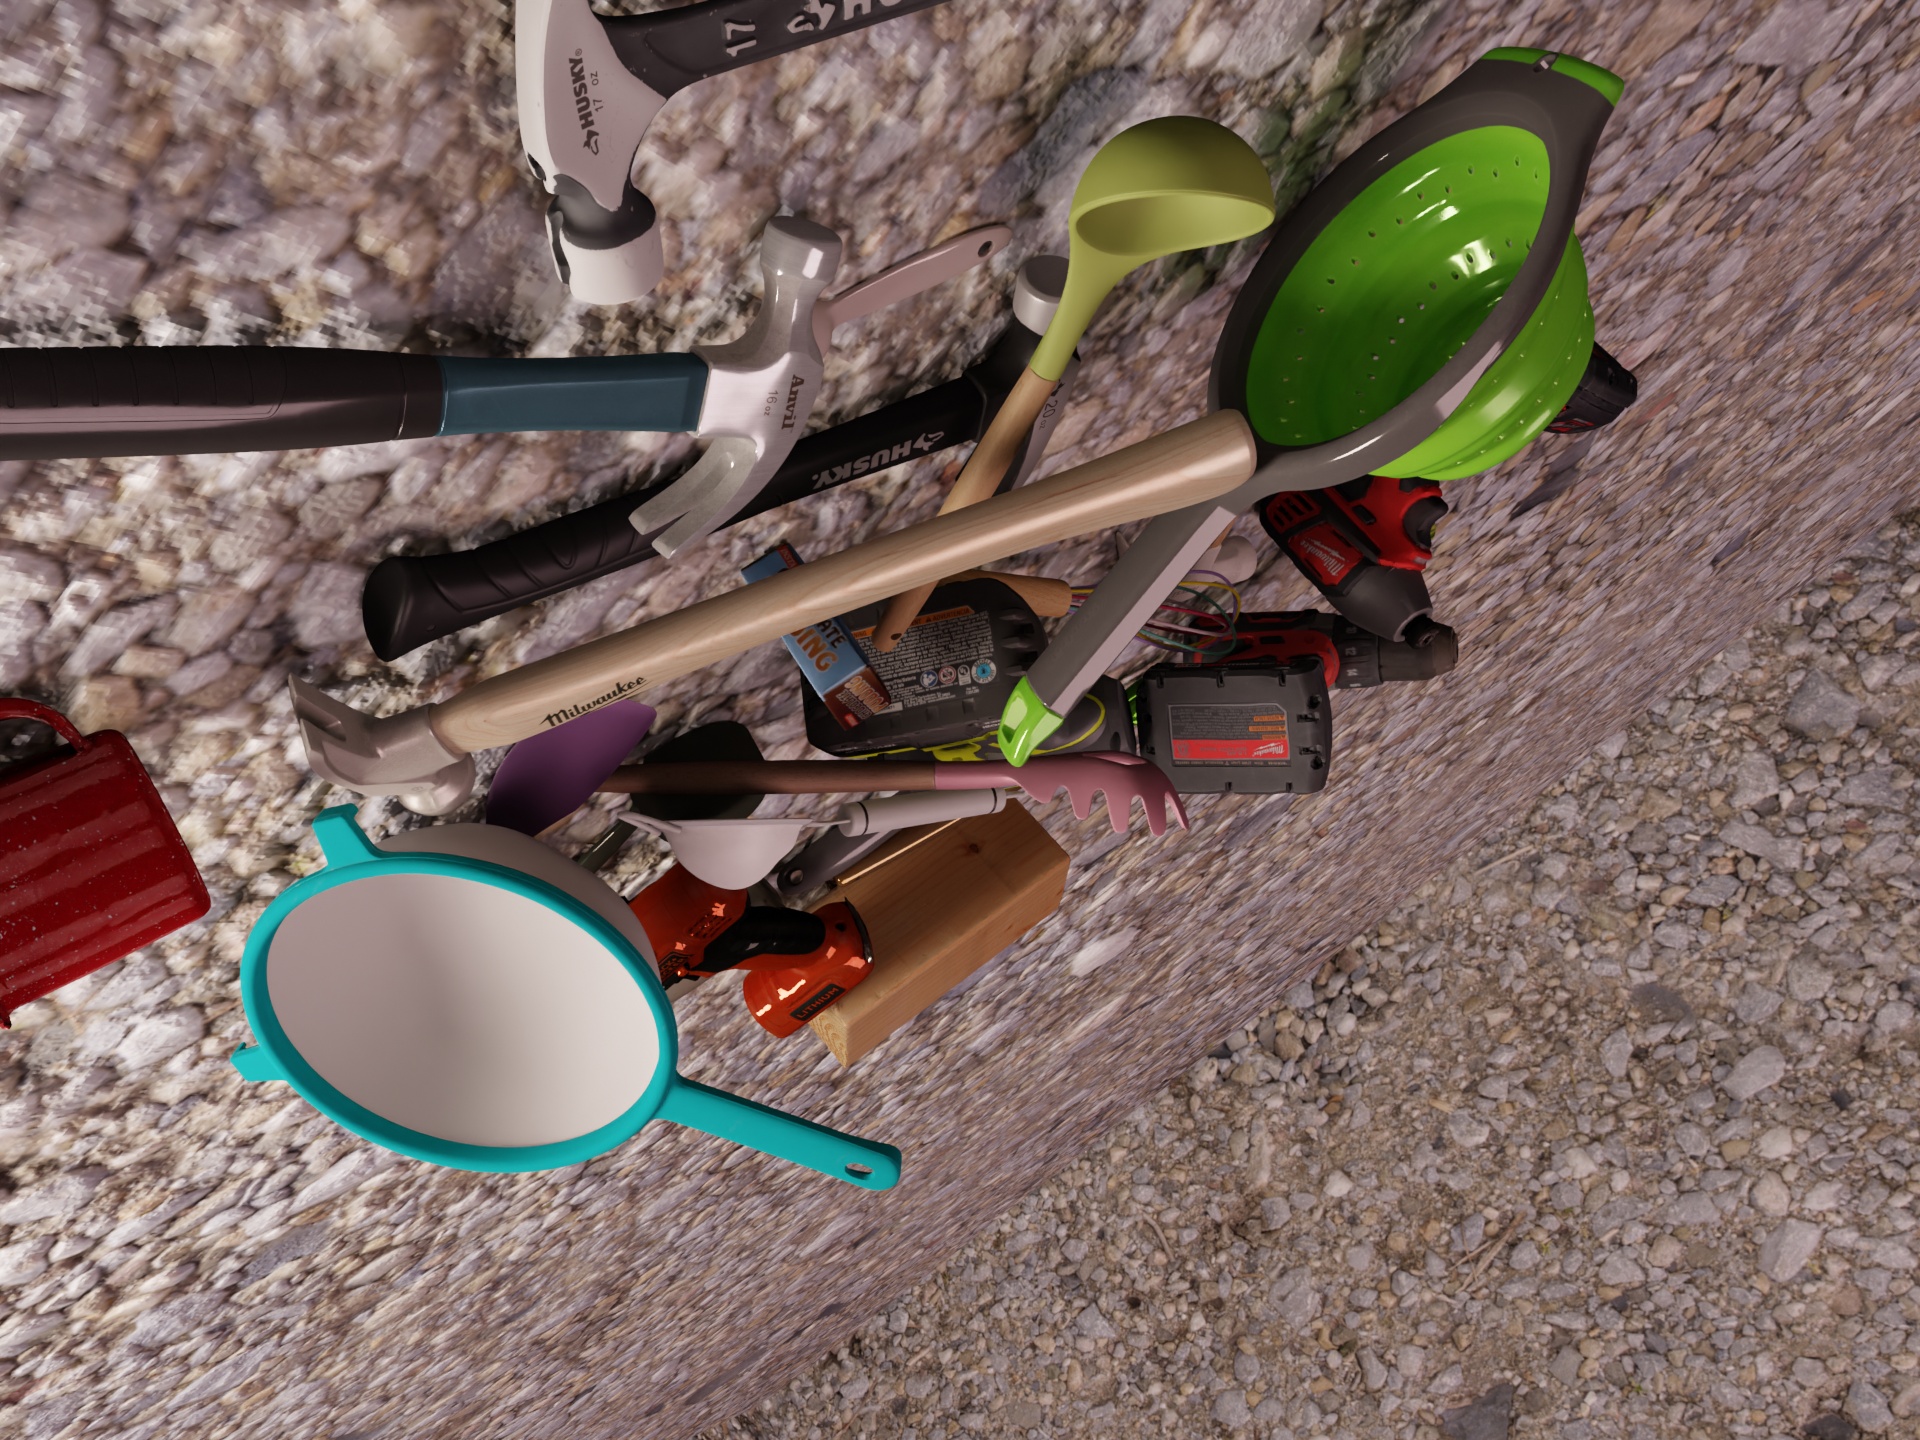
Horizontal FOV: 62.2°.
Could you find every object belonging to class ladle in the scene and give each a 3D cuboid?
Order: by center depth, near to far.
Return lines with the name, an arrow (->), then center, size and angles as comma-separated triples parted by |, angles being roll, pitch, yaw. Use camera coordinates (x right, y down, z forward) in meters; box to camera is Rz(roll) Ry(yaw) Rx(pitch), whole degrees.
ladle -> 0.029, -0.126, 0.699 | 0.078, 0.062, 0.320 | -1, 144, -32

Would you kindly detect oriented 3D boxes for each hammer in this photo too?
hammer -> -0.188, -0.109, 0.526 | 0.331, 0.033, 0.128 | -11, 130, -39
hammer -> 0.041, -0.272, 0.531 | 0.409, 0.036, 0.149 | -28, 149, -21
hammer -> -0.069, -0.054, 0.673 | 0.410, 0.038, 0.146 | -20, 168, -3
hammer -> -0.095, -0.098, 0.696 | 0.335, 0.035, 0.146 | -24, 155, -23
hammer -> 0.188, -0.183, 0.923 | 0.130, 0.031, 0.331 | -19, 152, -35

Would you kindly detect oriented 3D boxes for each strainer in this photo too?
strainer -> -0.182, 0.149, 0.816 | 0.340, 0.095, 0.211 | 24, 123, -13
strainer -> -0.066, 0.058, 0.881 | 0.258, 0.050, 0.087 | -7, 178, -35

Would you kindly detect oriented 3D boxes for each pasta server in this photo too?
pasta server -> -0.040, 0.036, 0.832 | 0.316, 0.040, 0.060 | -1, -172, 3

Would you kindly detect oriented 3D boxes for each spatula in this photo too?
spatula -> -0.269, 0.091, 0.849 | 0.059, 0.018, 0.316 | 18, 125, -44

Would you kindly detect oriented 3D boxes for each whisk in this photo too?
whisk -> 0.074, -0.066, 0.932 | 0.244, 0.051, 0.047 | 3, 161, -36
whisk -> -0.023, 0.053, 1.079 | 0.239, 0.055, 0.055 | -32, 158, 5

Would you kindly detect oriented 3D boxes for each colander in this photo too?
colander -> 0.168, -0.117, 0.750 | 0.094, 0.205, 0.397 | 31, 108, -28

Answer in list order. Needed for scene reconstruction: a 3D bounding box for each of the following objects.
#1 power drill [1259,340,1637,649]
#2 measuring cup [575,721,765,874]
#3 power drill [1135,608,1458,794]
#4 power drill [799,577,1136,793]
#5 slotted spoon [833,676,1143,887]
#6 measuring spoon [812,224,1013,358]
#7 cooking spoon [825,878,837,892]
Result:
power drill -> 0.298, -0.156, 0.987 | 0.078, 0.143, 0.219 | -1, 138, -49
measuring cup -> -0.176, 0.068, 0.905 | 0.167, 0.038, 0.083 | -42, 156, 12
power drill -> 0.222, -0.024, 1.046 | 0.188, 0.080, 0.227 | -1, -163, 22
power drill -> -0.001, -0.003, 0.926 | 0.171, 0.080, 0.223 | -12, 164, 14
slotted spoon -> 0.044, 0.038, 1.148 | 0.314, 0.031, 0.070 | -29, 162, -18
measuring spoon -> -0.027, -0.174, 0.659 | 0.124, 0.018, 0.034 | -29, 157, -15
cooking spoon -> -0.083, 0.162, 1.247 | 0.069, 0.017, 0.318 | -35, 158, -12
